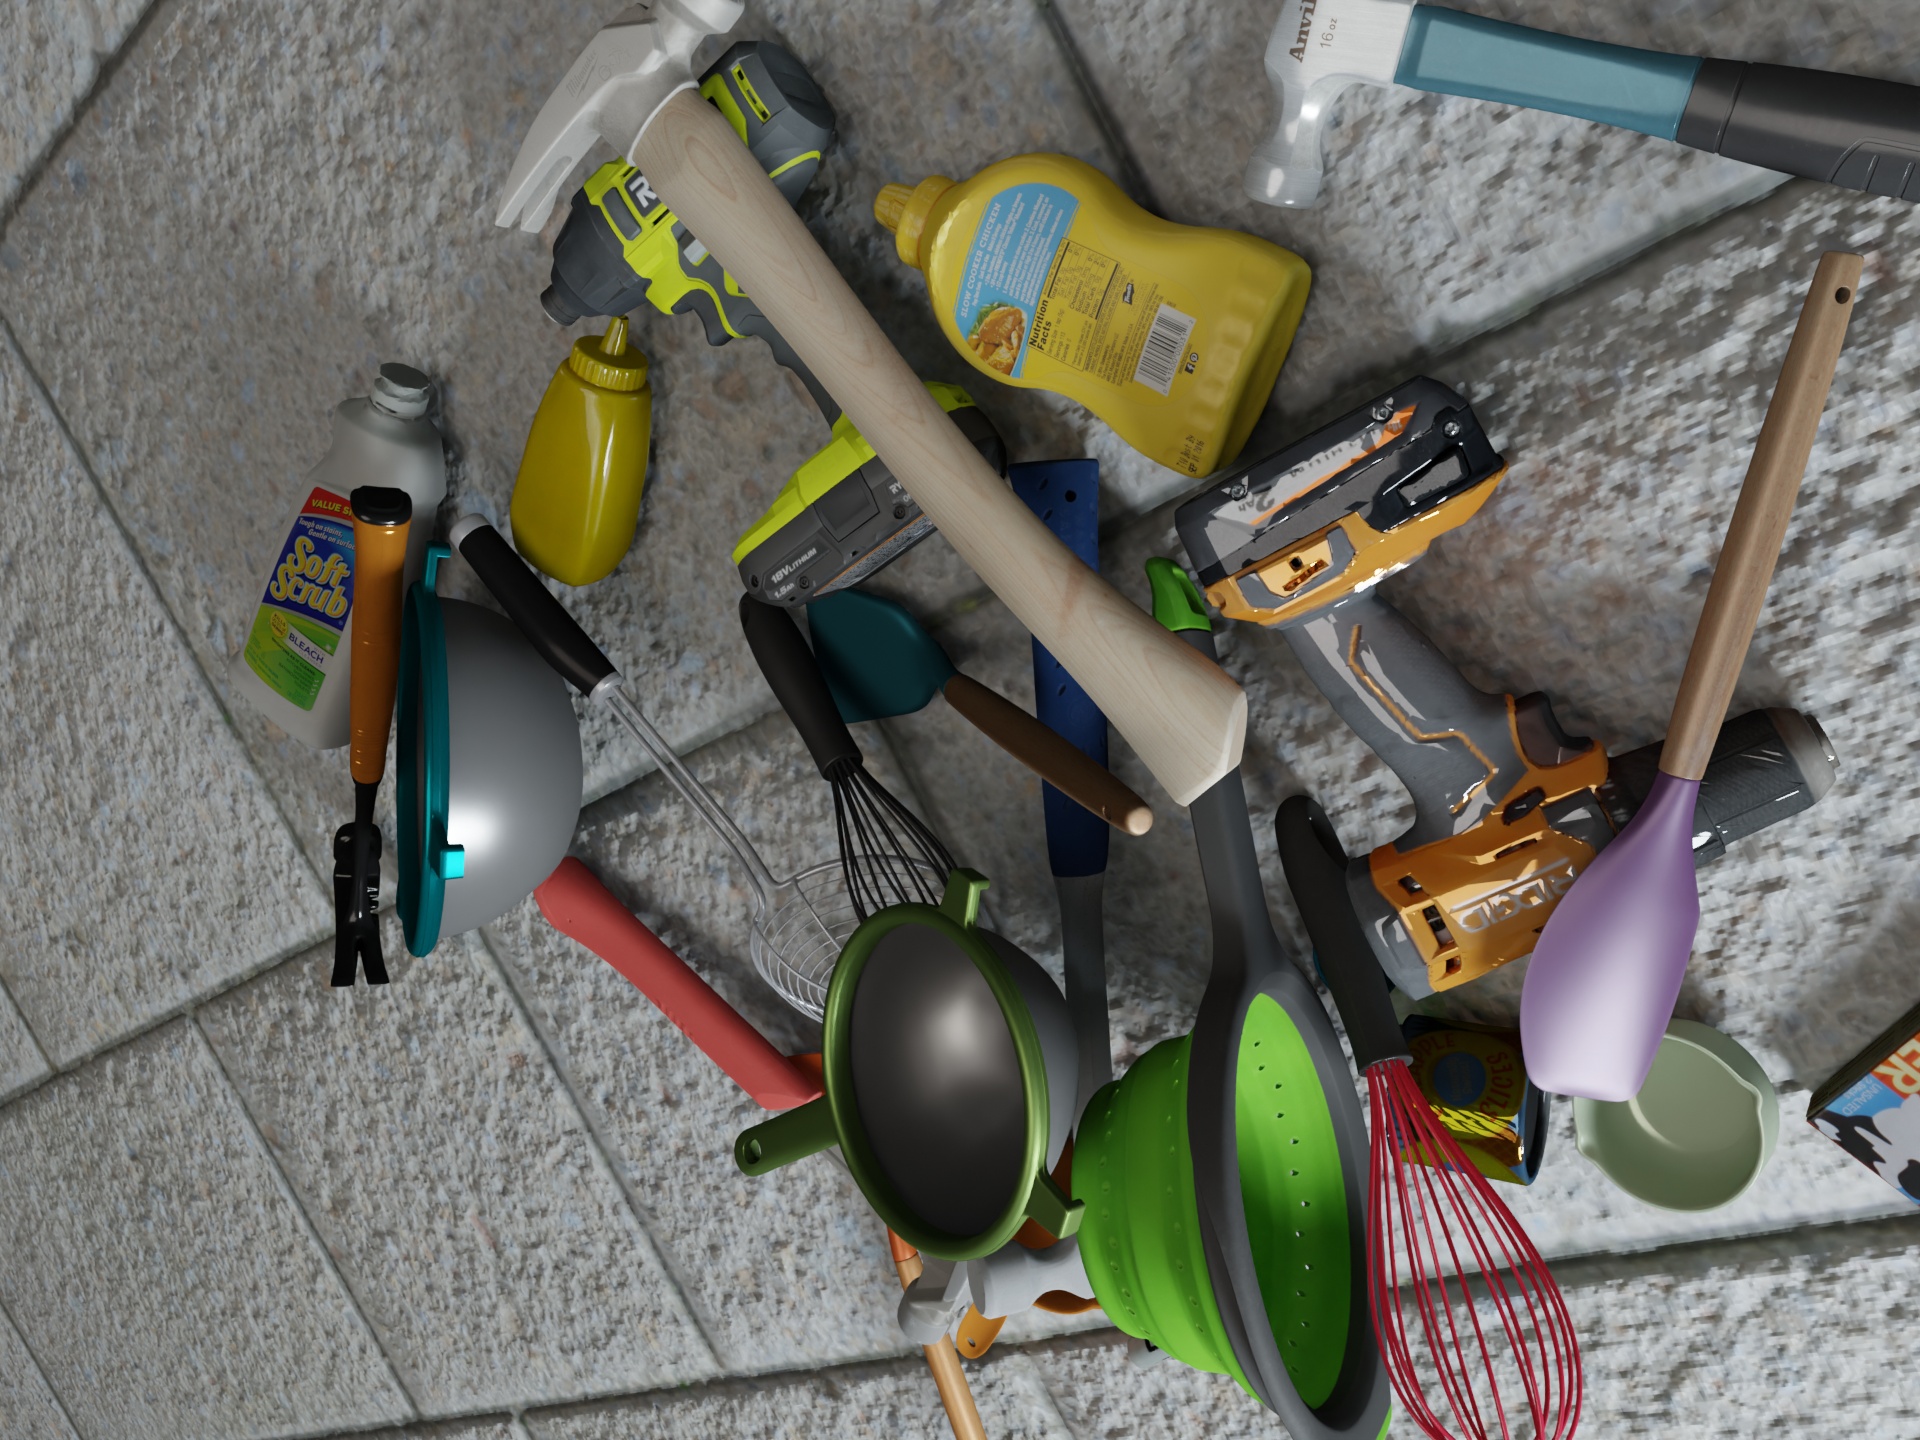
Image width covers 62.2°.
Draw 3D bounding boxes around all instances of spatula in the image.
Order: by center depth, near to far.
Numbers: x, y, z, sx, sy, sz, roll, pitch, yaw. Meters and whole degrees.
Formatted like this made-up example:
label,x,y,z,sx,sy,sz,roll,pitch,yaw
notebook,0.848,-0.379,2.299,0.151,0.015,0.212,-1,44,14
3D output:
label,x,y,z,sx,sy,sz,roll,pitch,yaw
spatula,0.262,-0.006,0.567,0.059,0.018,0.316,10,105,-4
spatula,-0.001,-0.002,0.708,0.318,0.044,0.082,-144,41,-64
spatula,-0.030,0.340,0.928,0.081,0.041,0.322,-21,89,44

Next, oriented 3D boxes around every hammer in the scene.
label,x,y,z,sx,sy,sz,roll,pitch,yaw
hammer,0.263,-0.208,0.544,0.331,0.033,0.128,23,121,23
hammer,-0.035,-0.125,0.668,0.146,0.038,0.411,-43,81,23
hammer,0.062,0.081,0.754,0.035,0.144,0.405,-154,58,-69
hammer,-0.118,0.187,0.903,0.359,0.036,0.149,37,129,25
hammer,-0.349,0.010,0.936,0.127,0.034,0.336,-112,32,-43

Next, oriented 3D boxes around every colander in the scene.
label,x,y,z,sx,sy,sz,roll,pitch,yaw
colander,0.096,0.129,0.702,0.094,0.204,0.397,-14,83,27

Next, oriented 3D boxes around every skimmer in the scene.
label,x,y,z,sx,sy,sz,roll,pitch,yaw
skimmer,-0.133,0.022,0.854,0.363,0.090,0.127,48,120,9

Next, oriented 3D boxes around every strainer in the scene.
label,x,y,z,sx,sy,sz,roll,pitch,yaw
strainer,-0.022,0.172,0.732,0.256,0.069,0.152,-36,65,48
strainer,-0.289,0.054,0.961,0.340,0.095,0.211,128,136,-57

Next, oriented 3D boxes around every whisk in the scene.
label,x,y,z,sx,sy,sz,roll,pitch,yaw
whisk,0.180,0.159,0.649,0.073,0.073,0.296,-38,50,37
whisk,-0.059,0.024,0.792,0.055,0.055,0.239,-53,54,35

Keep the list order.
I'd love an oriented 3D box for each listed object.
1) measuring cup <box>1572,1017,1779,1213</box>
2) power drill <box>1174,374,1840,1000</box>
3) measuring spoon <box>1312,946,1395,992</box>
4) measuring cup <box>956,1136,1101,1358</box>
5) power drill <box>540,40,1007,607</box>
label,x,y,z,sx,sy,sz,roll,pitch,yaw
measuring cup,0.280,0.121,0.671,0.083,0.038,0.168,-37,71,40
power drill,0.208,-0.022,0.618,0.185,0.084,0.226,-27,94,20
measuring spoon,0.215,0.090,0.700,0.128,0.021,0.042,-29,80,36
measuring cup,0.039,0.295,0.878,0.095,0.052,0.173,37,132,16
power drill,-0.094,-0.173,0.747,0.171,0.080,0.223,-33,88,27
